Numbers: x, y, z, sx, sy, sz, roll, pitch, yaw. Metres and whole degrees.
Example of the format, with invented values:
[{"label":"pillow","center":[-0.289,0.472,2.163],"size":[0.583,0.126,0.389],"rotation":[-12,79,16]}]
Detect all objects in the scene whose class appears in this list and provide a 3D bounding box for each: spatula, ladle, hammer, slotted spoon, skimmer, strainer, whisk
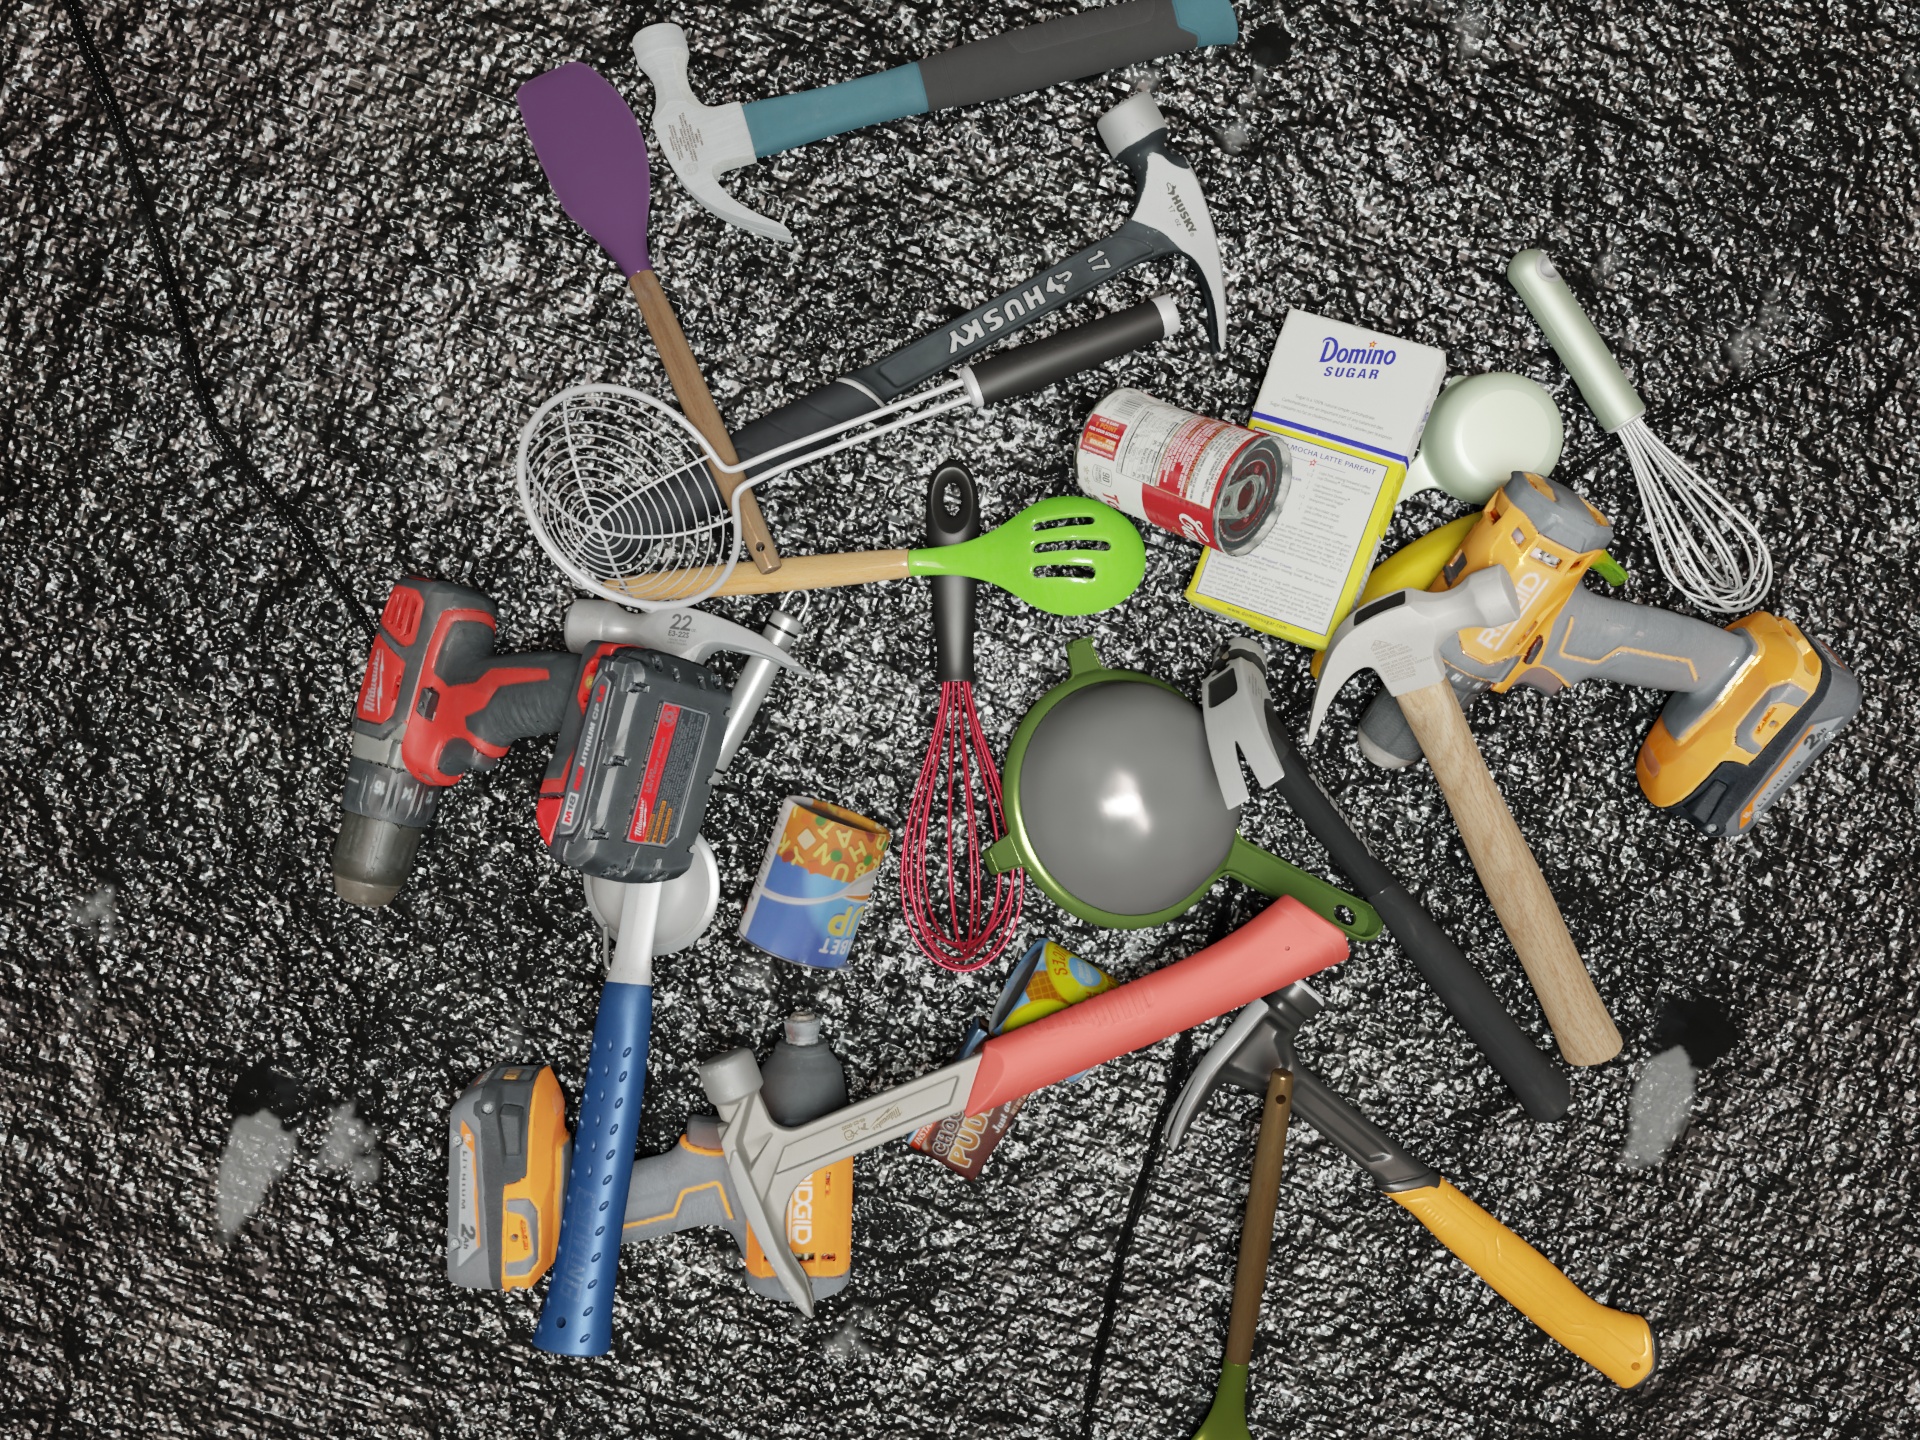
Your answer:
[{"label":"spatula","center":[-0.167,-0.227,0.890],"size":[0.060,0.018,0.316],"rotation":[-24,85,0]},{"label":"ladle","center":[0.168,0.359,0.935],"size":[0.078,0.062,0.320],"rotation":[6,103,0]},{"label":"hammer","center":[0.284,0.300,0.964],"size":[0.337,0.034,0.127],"rotation":[39,92,-4]},{"label":"slotted spoon","center":[-0.054,-0.085,0.899],"size":[0.314,0.031,0.070],"rotation":[-4,76,10]},{"label":"skimmer","center":[-0.048,-0.163,0.835],"size":[0.363,0.090,0.127],"rotation":[-21,84,-6]},{"label":"hammer","center":[-0.175,0.134,0.874],"size":[0.144,0.035,0.406],"rotation":[5,80,11]},{"label":"hammer","center":[-0.037,-0.192,0.911],"size":[0.409,0.036,0.149],"rotation":[-29,96,2]},{"label":"hammer","center":[-0.009,-0.362,0.895],"size":[0.331,0.033,0.128],"rotation":[-15,95,0]},{"label":"strainer","center":[-0.153,0.036,0.927],"size":[0.087,0.050,0.258],"rotation":[28,91,10]},{"label":"hammer","center":[0.046,0.193,0.877],"size":[0.359,0.037,0.149],"rotation":[-22,92,-2]},{"label":"whisk","center":[0.389,-0.167,0.920],"size":[0.058,0.059,0.246],"rotation":[-35,92,-35]},{"label":"strainer","center":[0.149,0.064,0.903],"size":[0.256,0.069,0.151],"rotation":[28,71,-14]},{"label":"hammer","center":[0.247,0.107,0.909],"size":[0.035,0.146,0.334],"rotation":[-35,104,23]},{"label":"hammer","center":[0.300,0.070,0.900],"size":[0.130,0.031,0.331],"rotation":[-19,115,28]},{"label":"whisk","center":[-0.001,-0.003,0.920],"size":[0.073,0.073,0.296],"rotation":[-1,89,-1]}]

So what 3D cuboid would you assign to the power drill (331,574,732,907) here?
[{"label":"power drill","center":[-0.247,0.028,0.857],"size":[0.227,0.080,0.188],"rotation":[13,87,31]}]

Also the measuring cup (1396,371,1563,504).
[{"label":"measuring cup","center":[0.269,-0.142,0.919],"size":[0.167,0.038,0.083],"rotation":[-28,95,0]}]

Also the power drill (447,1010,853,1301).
[{"label":"power drill","center":[-0.175,0.250,0.927],"size":[0.226,0.084,0.164],"rotation":[2,93,-5]}]

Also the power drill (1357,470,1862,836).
[{"label":"power drill","center":[0.354,-0.016,0.898],"size":[0.226,0.084,0.185],"rotation":[25,119,-9]}]
